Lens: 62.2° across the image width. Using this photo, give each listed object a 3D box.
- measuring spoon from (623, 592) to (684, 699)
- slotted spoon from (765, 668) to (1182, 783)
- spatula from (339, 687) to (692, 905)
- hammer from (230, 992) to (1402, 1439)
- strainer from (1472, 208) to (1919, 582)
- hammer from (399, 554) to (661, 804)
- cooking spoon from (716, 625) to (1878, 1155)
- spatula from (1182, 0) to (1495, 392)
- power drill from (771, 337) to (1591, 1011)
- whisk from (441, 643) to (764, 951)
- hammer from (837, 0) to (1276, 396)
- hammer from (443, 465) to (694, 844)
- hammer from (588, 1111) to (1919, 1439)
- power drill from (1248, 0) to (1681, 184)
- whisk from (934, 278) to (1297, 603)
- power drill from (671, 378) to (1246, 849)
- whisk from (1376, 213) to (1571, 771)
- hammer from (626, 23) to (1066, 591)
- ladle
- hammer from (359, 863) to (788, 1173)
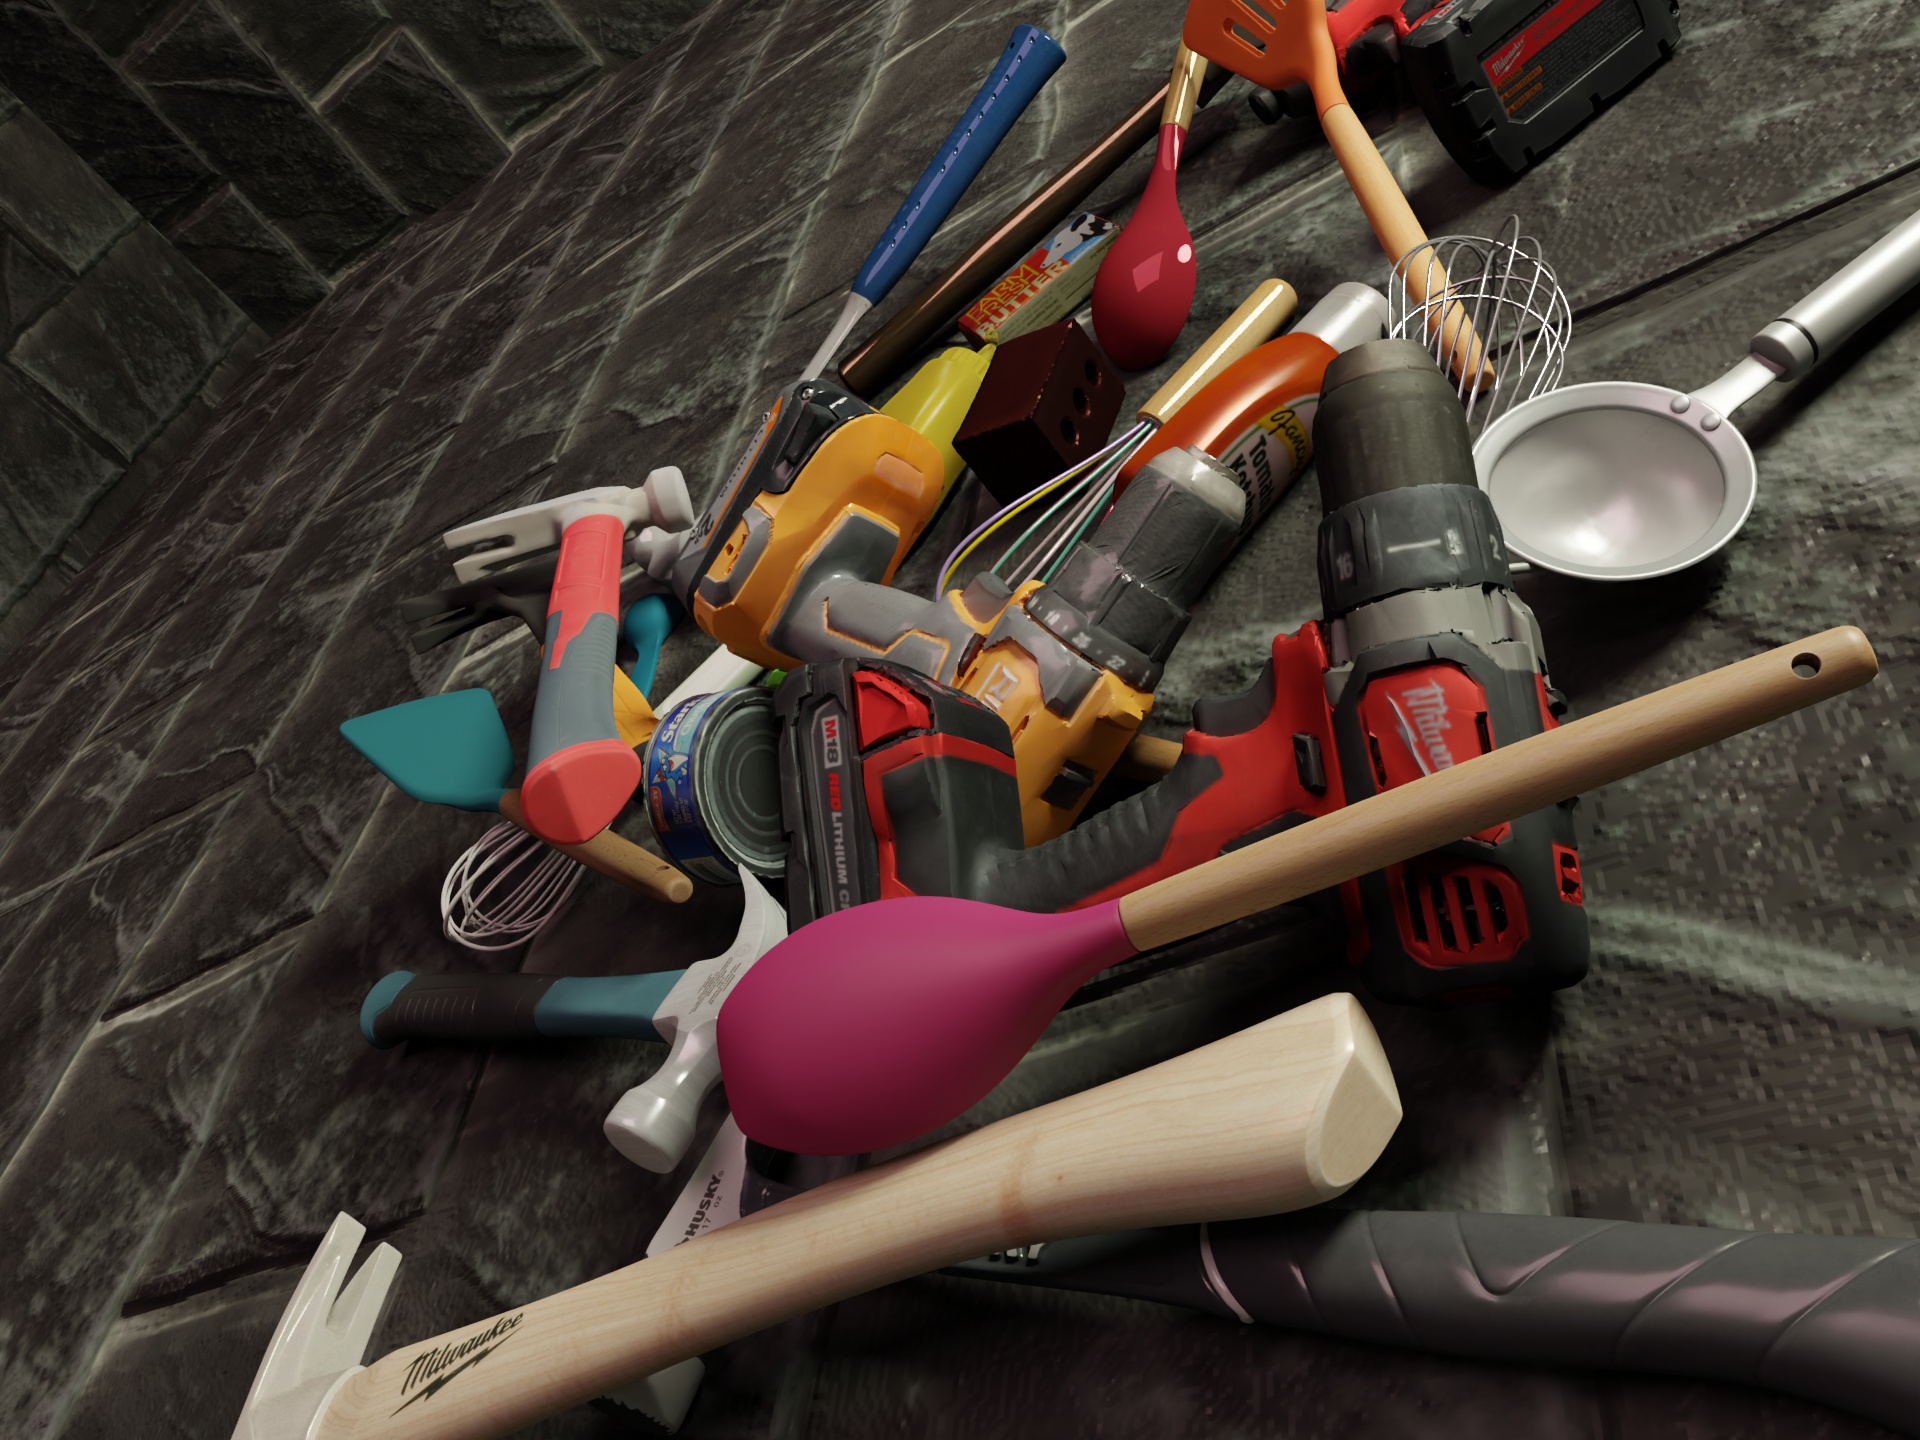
[{"bbox_3d":[-0.192,-0.036,0.934,0.042,0.021,0.129,-28,33,22],"label":"measuring spoon"},{"bbox_3d":[-0.001,-0.002,0.679,0.314,0.031,0.070,12,65,52],"label":"slotted spoon"},{"bbox_3d":[-0.204,0.034,0.747,0.082,0.044,0.318,-18,19,-33],"label":"spatula"},{"bbox_3d":[-0.069,0.161,0.477,0.410,0.038,0.146,-26,32,21],"label":"hammer"},{"bbox_3d":[0.260,-0.112,0.512,0.258,0.050,0.087,-37,52,-3],"label":"strainer"},{"bbox_3d":[-0.206,-0.026,0.829,0.127,0.034,0.337,-19,25,-19],"label":"hammer"},{"bbox_3d":[0.067,0.044,0.411,0.319,0.017,0.069,-24,68,19],"label":"cooking spoon"},{"bbox_3d":[0.169,-0.259,0.718,0.081,0.041,0.323,113,153,-48],"label":"spatula"},{"bbox_3d":[0.059,0.000,0.474,0.227,0.080,0.188,-12,75,26],"label":"power drill"},{"bbox_3d":[-0.170,0.023,0.818,0.058,0.059,0.246,38,75,20],"label":"whisk"},{"bbox_3d":[0.054,-0.313,0.967,0.331,0.031,0.130,-38,10,17],"label":"hammer"},{"bbox_3d":[-0.198,-0.041,0.770,0.143,0.038,0.387,-16,26,-3],"label":"hammer"},{"bbox_3d":[0.058,0.142,0.431,0.409,0.036,0.149,-11,42,40],"label":"hammer"},{"bbox_3d":[0.234,-0.340,0.788,0.143,0.078,0.220,-38,29,7],"label":"power drill"},{"bbox_3d":[0.077,-0.115,0.725,0.047,0.051,0.245,31,70,36],"label":"whisk"},{"bbox_3d":[-0.005,-0.056,0.625,0.185,0.084,0.226,-56,47,10],"label":"power drill"},{"bbox_3d":[0.160,-0.065,0.544,0.070,0.070,0.285,-9,51,43],"label":"whisk"},{"bbox_3d":[-0.063,-0.246,0.969,0.405,0.035,0.144,-55,33,0],"label":"hammer"},{"bbox_3d":[0.120,-0.334,0.843,0.069,0.031,0.315,0,70,47],"label":"ladle"},{"bbox_3d":[-0.183,0.126,0.694,0.331,0.033,0.128,-11,34,47],"label":"hammer"}]
